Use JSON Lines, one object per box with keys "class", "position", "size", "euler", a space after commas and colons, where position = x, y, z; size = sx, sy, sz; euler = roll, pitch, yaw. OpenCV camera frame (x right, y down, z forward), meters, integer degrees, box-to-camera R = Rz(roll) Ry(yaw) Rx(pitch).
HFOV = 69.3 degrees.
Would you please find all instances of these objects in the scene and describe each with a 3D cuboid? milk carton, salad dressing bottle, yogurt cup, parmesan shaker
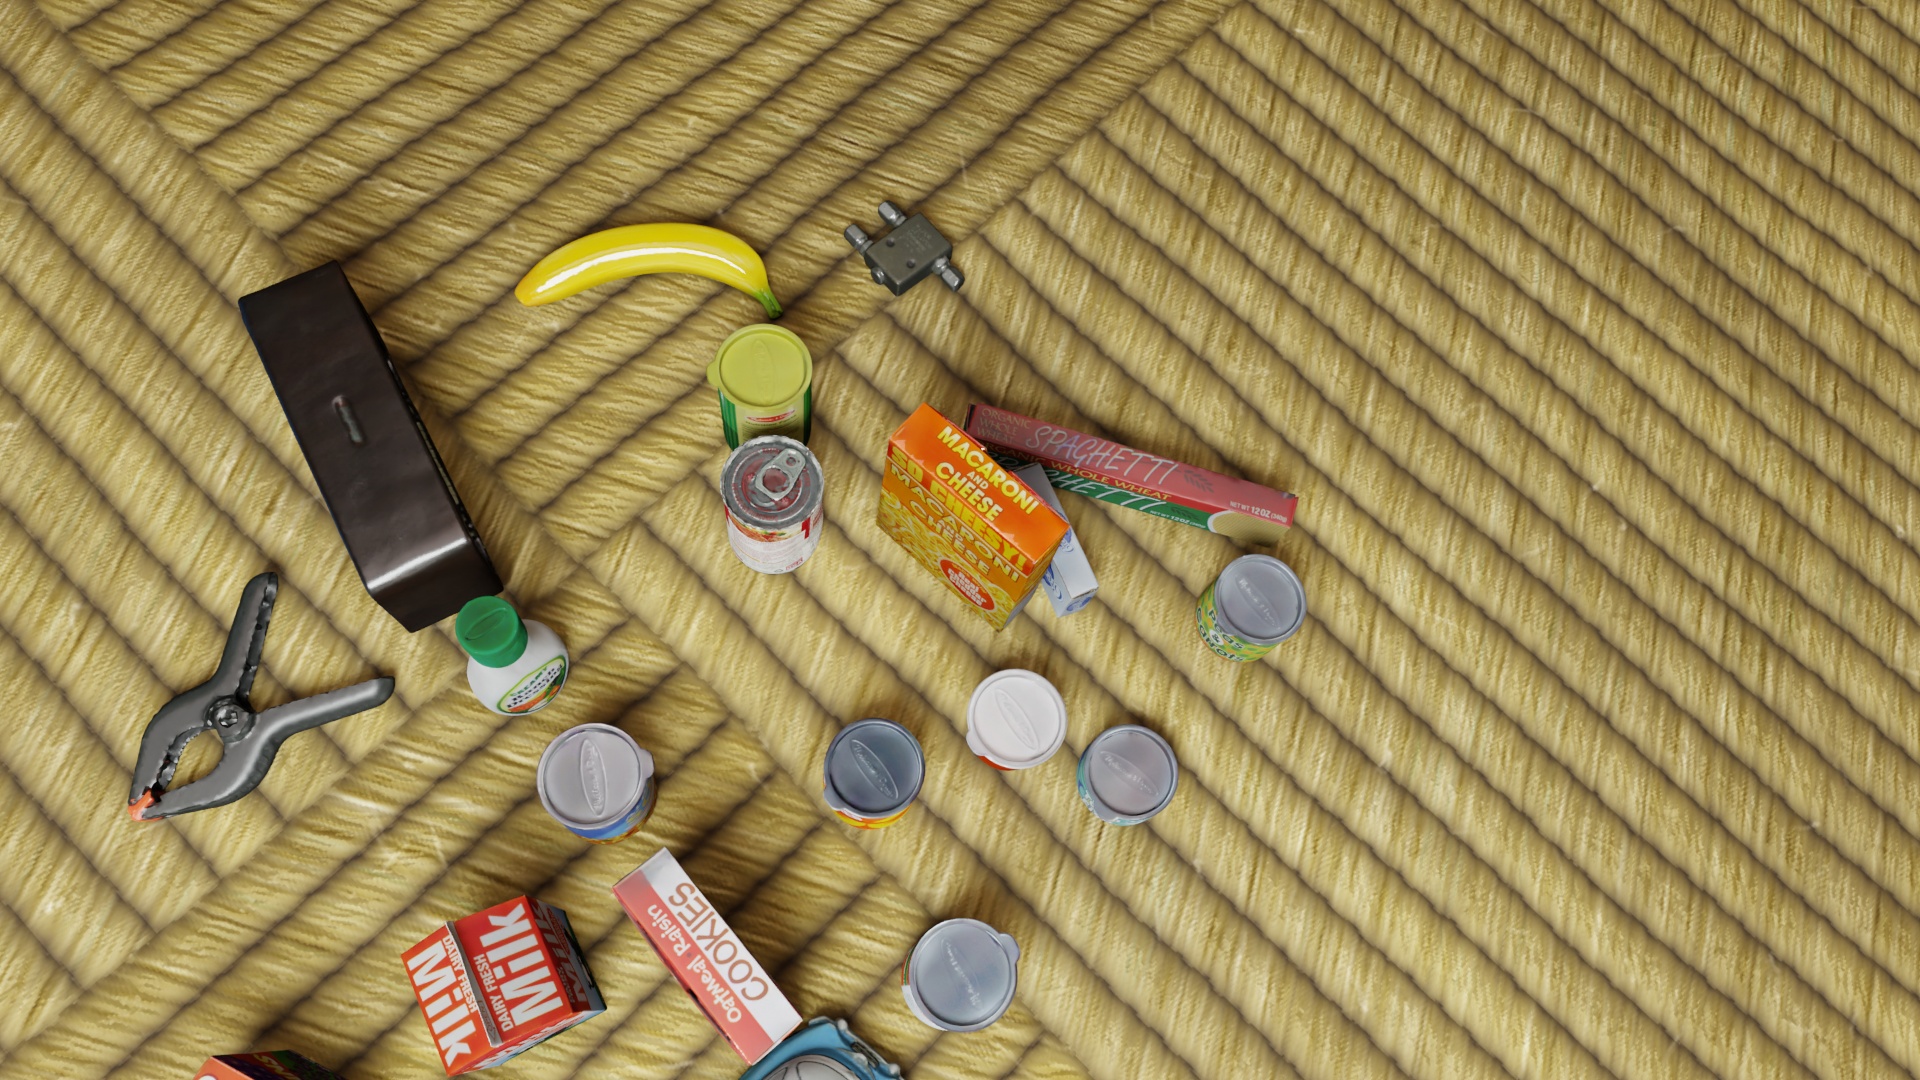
{"class": "milk carton", "position": [-0.261, 0.255, 0.798], "size": [0.073, 0.190, 0.072], "euler": [-25, 76, -14]}
{"class": "salad dressing bottle", "position": [-0.287, 0.073, 0.883], "size": [0.064, 0.147, 0.044], "euler": [-39, 79, -17]}
{"class": "yogurt cup", "position": [0.035, 0.126, 0.952], "size": [0.072, 0.053, 0.072], "euler": [2, 71, -6]}
{"class": "parmesan shaker", "position": [-0.141, -0.100, 0.985], "size": [0.071, 0.102, 0.071], "euler": [2, 71, -6]}

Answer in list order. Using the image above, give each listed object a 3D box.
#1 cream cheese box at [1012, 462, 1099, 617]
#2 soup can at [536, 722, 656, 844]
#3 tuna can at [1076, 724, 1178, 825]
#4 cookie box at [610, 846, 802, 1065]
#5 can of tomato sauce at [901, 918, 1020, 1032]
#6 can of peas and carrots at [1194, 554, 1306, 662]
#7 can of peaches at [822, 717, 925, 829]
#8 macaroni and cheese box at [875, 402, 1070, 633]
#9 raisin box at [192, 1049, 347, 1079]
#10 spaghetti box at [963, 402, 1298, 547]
{"class": "cream cheese box", "position": [0.064, 0.000, 1.000], "size": [0.024, 0.053, 0.104], "euler": [-21, 74, -13]}
{"class": "soup can", "position": [-0.229, 0.158, 0.893], "size": [0.071, 0.083, 0.071], "euler": [2, 71, -6]}
{"class": "tuna can", "position": [0.113, 0.164, 0.959], "size": [0.071, 0.032, 0.071], "euler": [2, 70, -6]}
{"class": "cookie box", "position": [-0.147, 0.250, 0.826], "size": [0.040, 0.167, 0.123], "euler": [-39, 79, -17]}
{"class": "can of tomato sauce", "position": [-0.001, 0.275, 0.880], "size": [0.071, 0.082, 0.071], "euler": [2, 71, -6]}
{"class": "can of peas and carrots", "position": [0.205, 0.051, 0.996], "size": [0.071, 0.058, 0.071], "euler": [2, 71, -6]}
{"class": "can of peaches", "position": [-0.061, 0.158, 0.927], "size": [0.071, 0.058, 0.071], "euler": [2, 71, -6]}
{"class": "macaroni and cheese box", "position": [0.003, -0.012, 0.937], "size": [0.124, 0.166, 0.040], "euler": [41, 72, 8]}
{"class": "raisin box", "position": [-0.381, 0.329, 0.793], "size": [0.086, 0.123, 0.040], "euler": [28, 70, 3]}
{"class": "spaghetti box", "position": [0.121, -0.048, 1.026], "size": [0.250, 0.050, 0.029], "euler": [16, 70, -1]}
